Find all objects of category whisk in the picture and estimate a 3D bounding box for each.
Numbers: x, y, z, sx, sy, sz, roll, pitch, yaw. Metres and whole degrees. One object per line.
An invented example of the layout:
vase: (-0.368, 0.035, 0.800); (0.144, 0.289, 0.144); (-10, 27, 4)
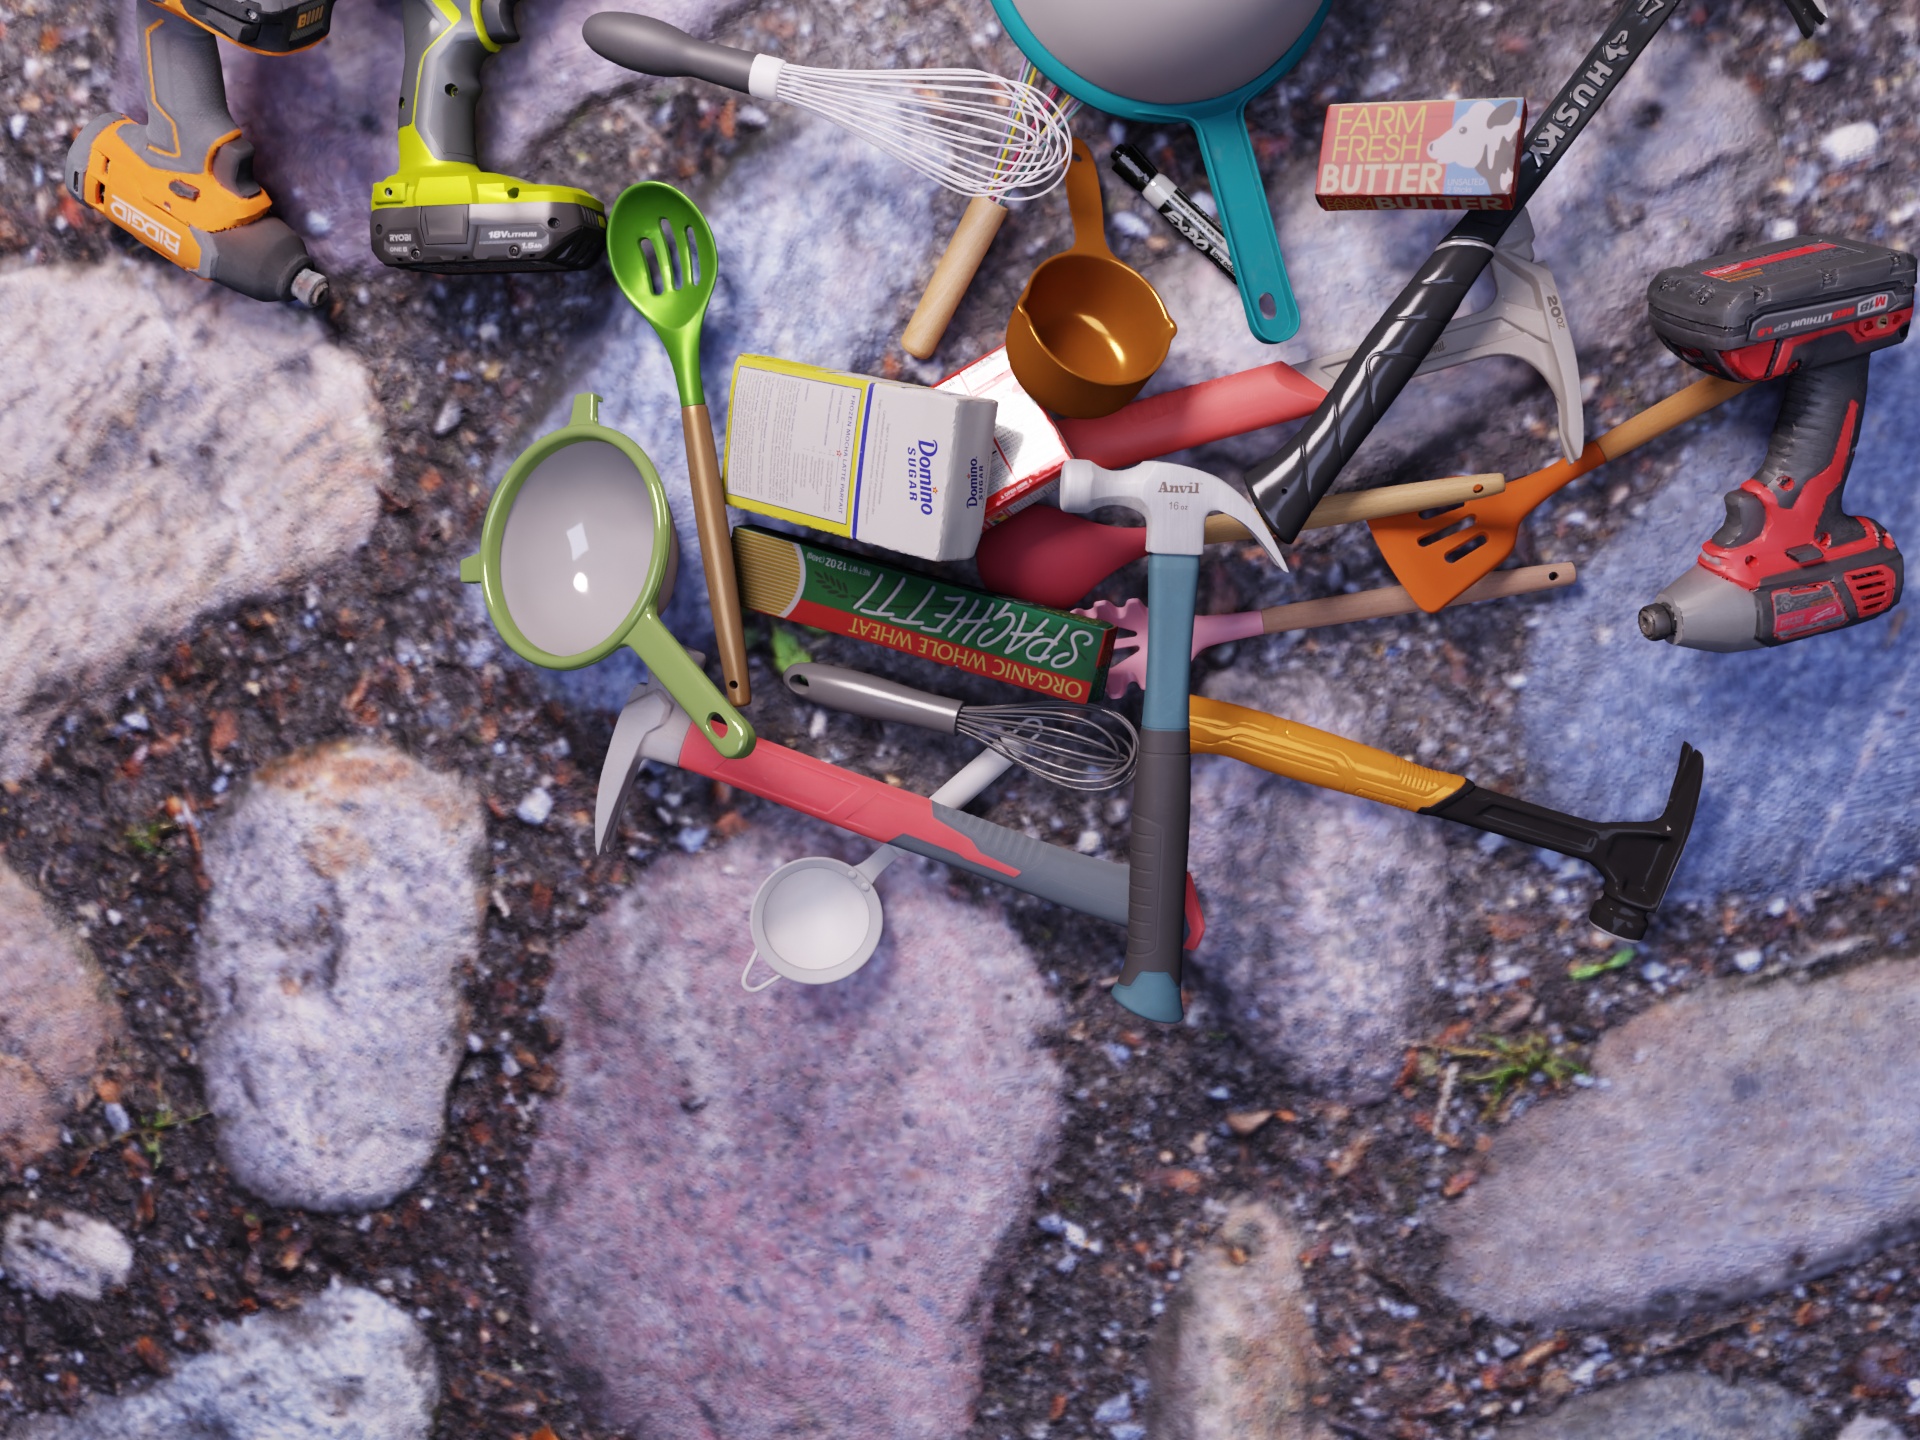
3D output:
whisk: (-0.002, -0.004, 0.991); (0.239, 0.055, 0.055); (13, 105, 16)
whisk: (0.032, -0.321, 0.924); (0.051, 0.047, 0.245); (30, 110, 0)
whisk: (-0.076, -0.346, 0.880); (0.284, 0.070, 0.070); (16, 105, 5)

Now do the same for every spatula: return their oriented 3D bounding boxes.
spatula: (0.391, -0.169, 0.914); (0.322, 0.041, 0.081); (-29, 78, 11)

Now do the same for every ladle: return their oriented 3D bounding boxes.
ladle: (0.158, -0.113, 0.943); (0.315, 0.031, 0.069); (-8, 107, 16)

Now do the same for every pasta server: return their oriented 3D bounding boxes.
pasta server: (0.211, -0.063, 0.965); (0.316, 0.040, 0.060); (-9, 97, 8)

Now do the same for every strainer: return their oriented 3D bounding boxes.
strainer: (0.136, -0.369, 0.836); (0.211, 0.095, 0.340); (-19, 99, -8)
strainer: (-0.044, 0.085, 1.033); (0.258, 0.050, 0.086); (-41, 103, 9)
strainer: (-0.188, -0.067, 0.963); (0.257, 0.069, 0.151); (47, 108, 23)

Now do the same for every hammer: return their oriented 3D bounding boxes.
hammer: (-0.037, 0.078, 0.994); (0.386, 0.038, 0.143); (20, 95, 4)
hammer: (0.170, -0.178, 0.932); (0.359, 0.036, 0.149); (-14, 88, 12)
hammer: (0.278, 0.033, 0.982); (0.337, 0.034, 0.127); (16, 106, 3)
hammer: (0.117, 0.017, 0.922); (0.128, 0.033, 0.331); (1, 102, 0)
hammer: (0.293, -0.270, 0.868); (0.149, 0.036, 0.409); (37, 99, 8)

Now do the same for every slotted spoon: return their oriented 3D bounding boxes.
slotted spoon: (-0.158, -0.163, 0.958); (0.070, 0.031, 0.314); (-7, 95, 18)

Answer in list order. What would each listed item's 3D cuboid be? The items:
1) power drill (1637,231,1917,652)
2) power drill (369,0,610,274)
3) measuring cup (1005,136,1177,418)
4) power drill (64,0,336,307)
power drill: (0.442, -0.142, 0.873); (0.143, 0.079, 0.219); (-14, 116, -2)
power drill: (-0.276, -0.380, 0.929); (0.171, 0.080, 0.223); (0, 101, 8)
measuring cup: (0.066, -0.253, 0.916); (0.095, 0.052, 0.174); (4, 66, -17)
power drill: (-0.426, -0.354, 0.920); (0.164, 0.084, 0.226); (33, 132, -2)
